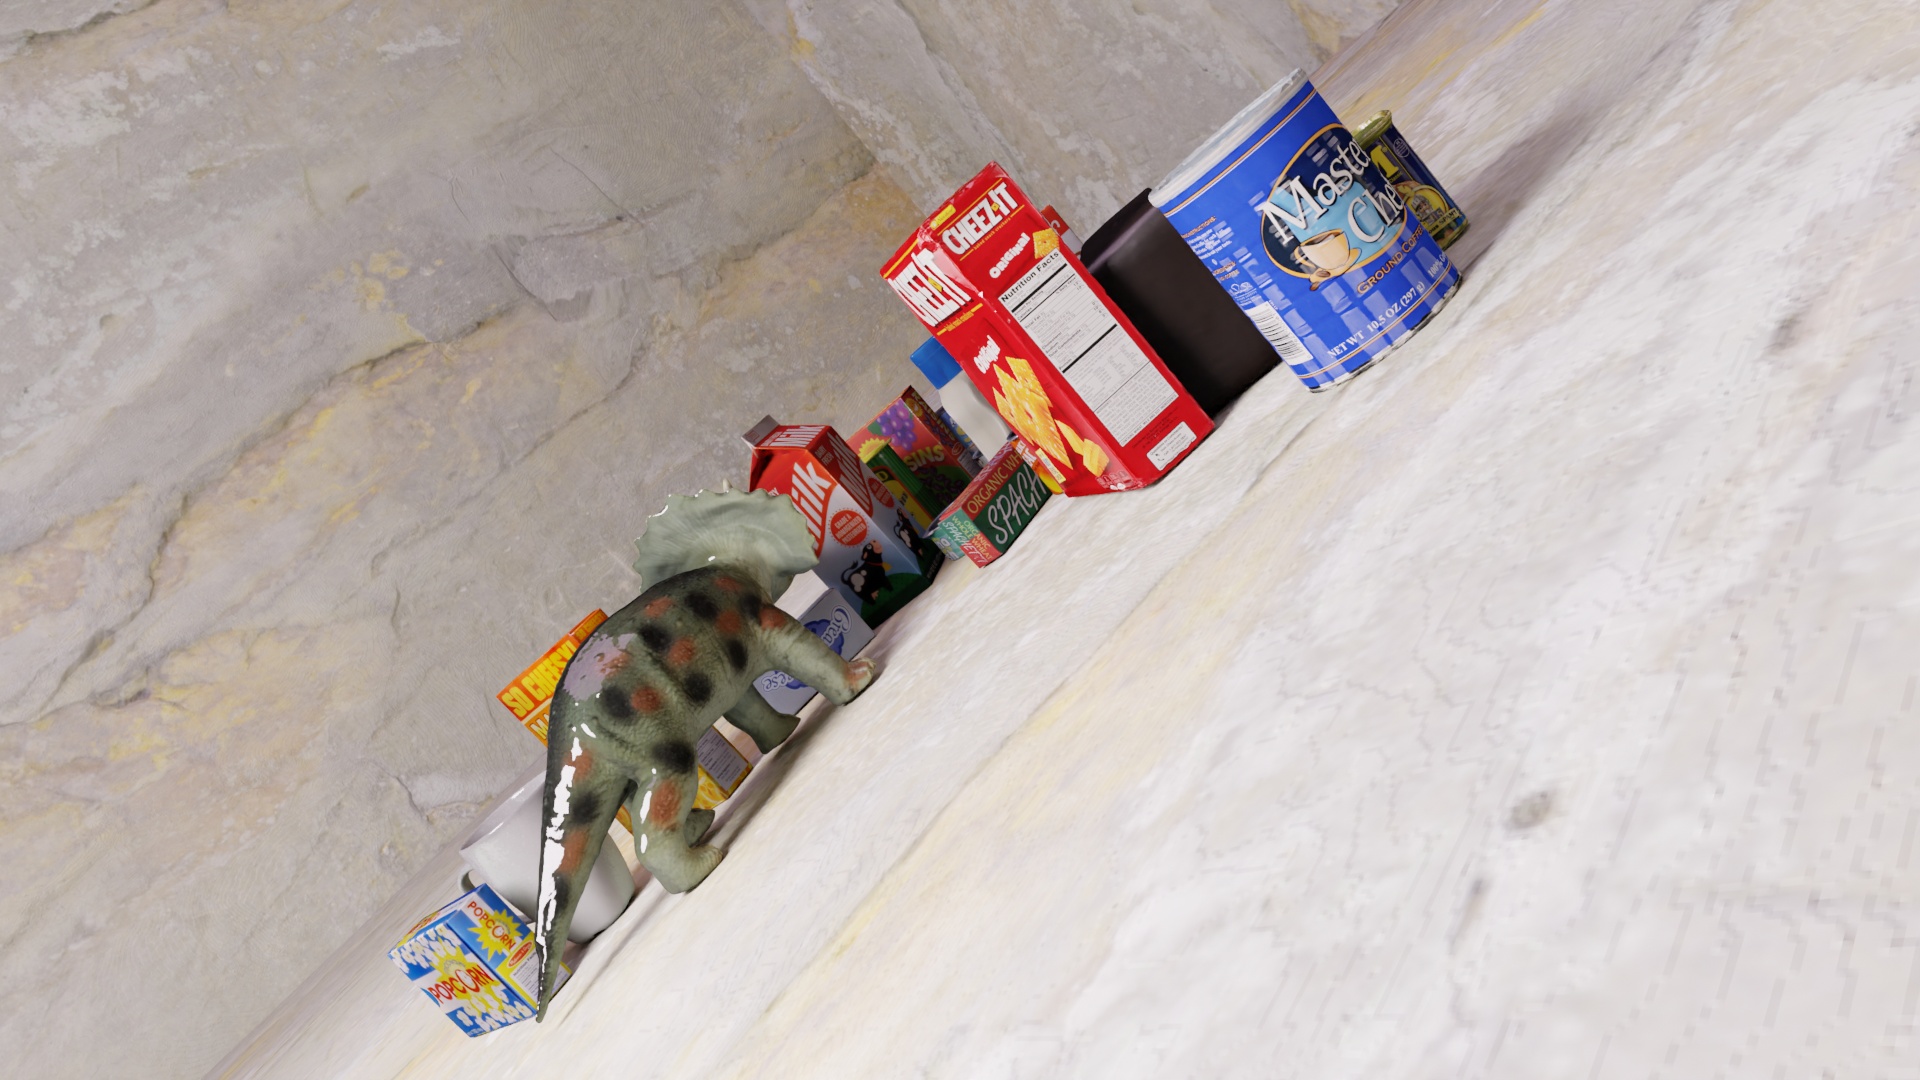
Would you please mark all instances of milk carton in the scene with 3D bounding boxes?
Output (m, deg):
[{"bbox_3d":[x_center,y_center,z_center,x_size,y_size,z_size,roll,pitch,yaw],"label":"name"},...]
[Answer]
[{"bbox_3d":[-0.106,-0.025,1.153,0.073,0.190,0.072,-38,9,21],"label":"milk carton"}]

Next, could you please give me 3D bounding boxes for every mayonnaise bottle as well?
[{"bbox_3d":[0.018,-0.113,1.190,0.041,0.148,0.065,-37,10,31],"label":"mayonnaise bottle"}]

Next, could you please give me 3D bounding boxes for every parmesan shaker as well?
[{"bbox_3d":[-0.056,-0.032,1.262,0.071,0.103,0.071,-40,8,7],"label":"parmesan shaker"}]

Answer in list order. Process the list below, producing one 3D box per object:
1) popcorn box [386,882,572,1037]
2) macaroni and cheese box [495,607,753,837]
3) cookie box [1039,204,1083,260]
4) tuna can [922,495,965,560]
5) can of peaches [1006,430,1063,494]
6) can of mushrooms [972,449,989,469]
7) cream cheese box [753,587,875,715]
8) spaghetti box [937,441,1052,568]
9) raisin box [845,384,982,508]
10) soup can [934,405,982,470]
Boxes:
[{"bbox_3d":[-0.323,0.283,0.930,0.126,0.085,0.038,-33,12,45],"label":"popcorn box"},{"bbox_3d":[-0.254,0.144,1.047,0.123,0.166,0.040,-35,11,38],"label":"macaroni and cheese box"},{"bbox_3d":[0.086,-0.195,1.237,0.123,0.167,0.040,-43,8,-11],"label":"cookie box"},{"bbox_3d":[0.004,-0.014,1.148,0.071,0.033,0.071,-40,9,7],"label":"tuna can"},{"bbox_3d":[0.076,-0.075,1.048,0.071,0.058,0.071,-40,9,7],"label":"can of peaches"},{"bbox_3d":[0.047,-0.088,1.322,0.071,0.033,0.071,-40,9,7],"label":"can of mushrooms"},{"bbox_3d":[-0.122,0.091,1.106,0.104,0.053,0.024,-45,9,-20],"label":"cream cheese box"},{"bbox_3d":[0.063,-0.069,1.100,0.028,0.050,0.251,-33,12,45],"label":"spaghetti box"},{"bbox_3d":[-0.041,-0.075,1.340,0.086,0.123,0.040,-37,10,28],"label":"raisin box"},{"bbox_3d":[0.005,-0.096,1.376,0.071,0.083,0.071,-40,9,7],"label":"soup can"}]
